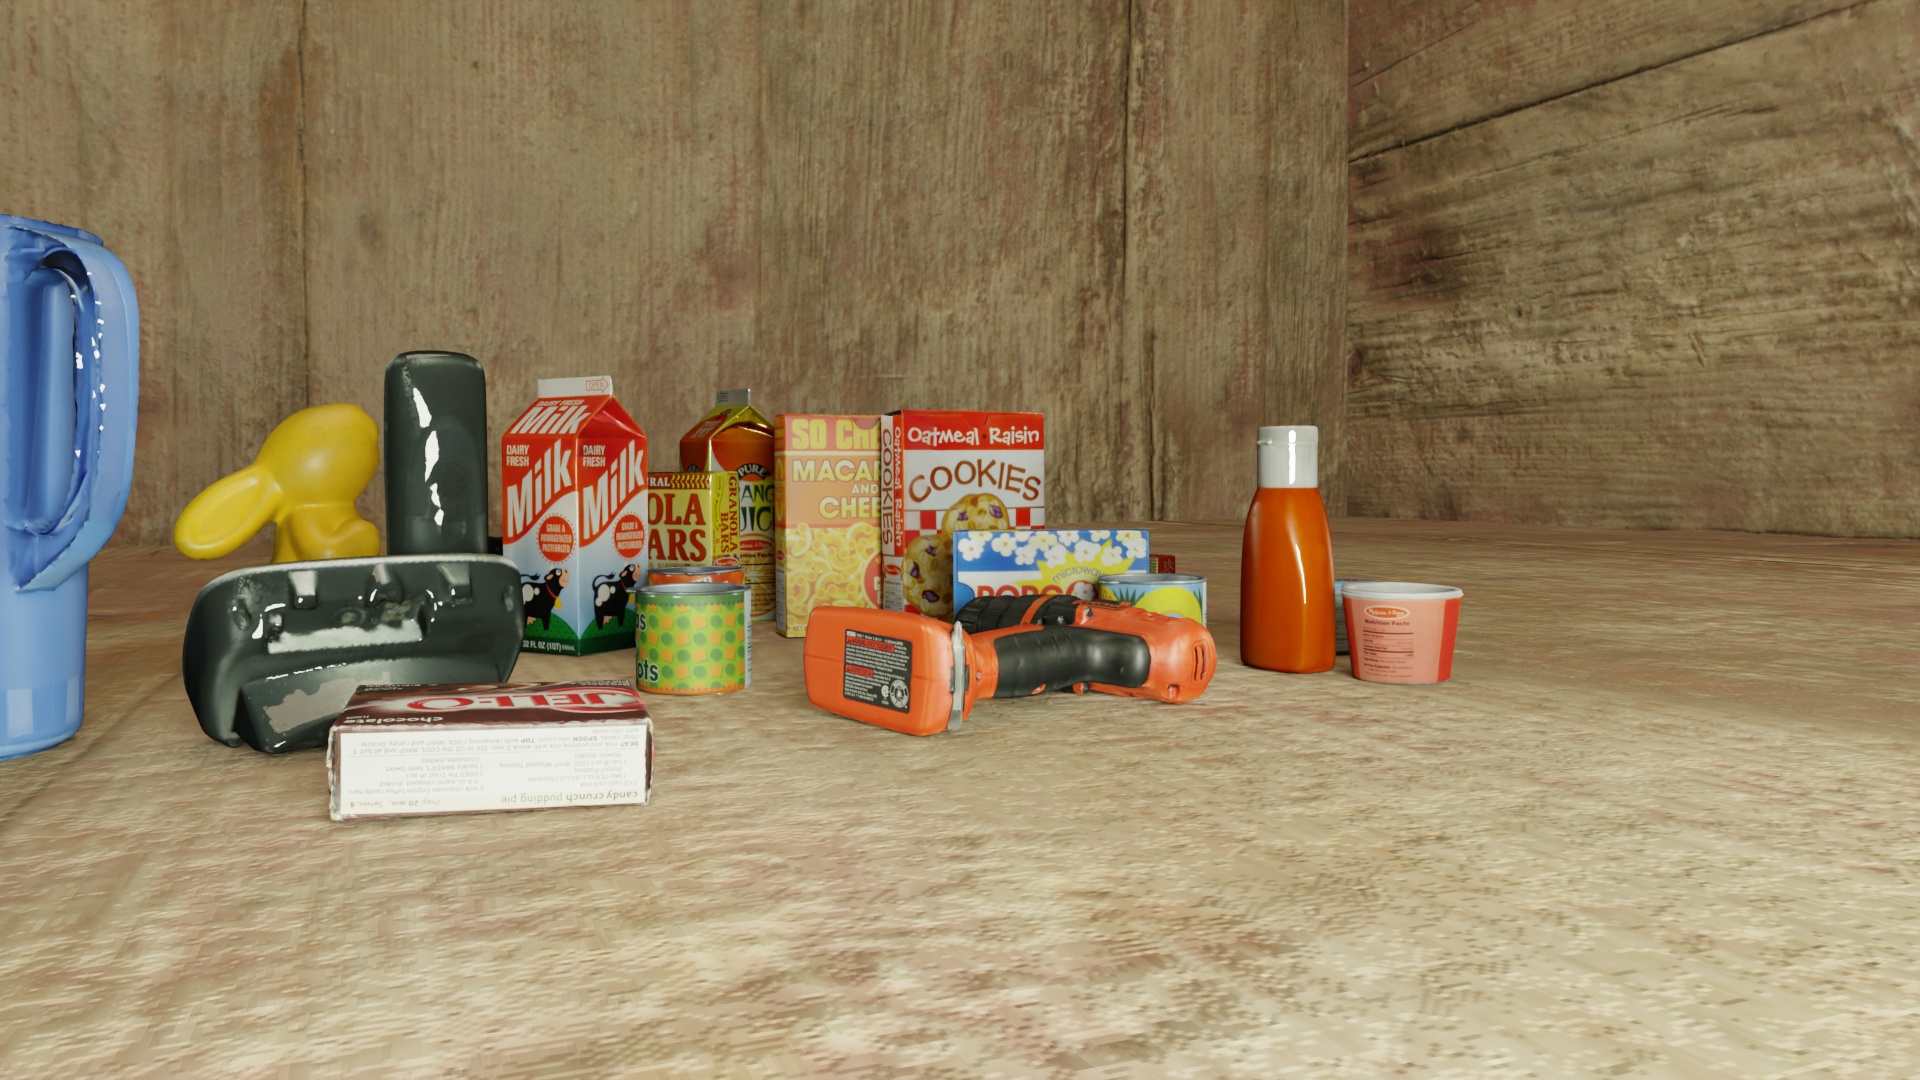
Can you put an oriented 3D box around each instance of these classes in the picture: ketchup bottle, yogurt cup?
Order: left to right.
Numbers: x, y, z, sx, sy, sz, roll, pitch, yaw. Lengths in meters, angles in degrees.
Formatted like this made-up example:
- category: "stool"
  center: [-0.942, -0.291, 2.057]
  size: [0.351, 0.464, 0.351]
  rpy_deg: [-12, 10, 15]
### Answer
- category: "ketchup bottle"
  center: [0.199, 0.005, 0.849]
  size: [0.043, 0.148, 0.064]
  rpy_deg: [-2, 3, -28]
- category: "yogurt cup"
  center: [0.256, 0.054, 0.808]
  size: [0.072, 0.054, 0.072]
  rpy_deg: [0, 3, 0]

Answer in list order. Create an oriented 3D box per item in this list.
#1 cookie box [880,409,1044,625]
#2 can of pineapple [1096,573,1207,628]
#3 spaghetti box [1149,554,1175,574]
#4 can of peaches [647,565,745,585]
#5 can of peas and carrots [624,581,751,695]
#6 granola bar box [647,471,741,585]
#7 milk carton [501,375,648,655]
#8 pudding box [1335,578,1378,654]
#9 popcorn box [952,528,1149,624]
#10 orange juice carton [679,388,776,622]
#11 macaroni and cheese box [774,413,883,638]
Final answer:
- category: "cookie box"
  center: [0.004, -0.013, 1.041]
  size: [0.123, 0.167, 0.040]
  rpy_deg: [-2, 3, -30]
- category: "can of pineapple"
  center: [0.115, 0.051, 0.847]
  size: [0.071, 0.058, 0.071]
  rpy_deg: [0, 3, 0]
- category: "spaghetti box"
  center: [0.080, 0.034, 1.251]
  size: [0.250, 0.050, 0.029]
  rpy_deg: [2, 3, 40]
- category: "can of peaches"
  center: [-0.180, 0.048, 0.948]
  size: [0.071, 0.058, 0.071]
  rpy_deg: [0, 3, 0]
- category: "can of peas and carrots"
  center: [-0.155, 0.055, 0.794]
  size: [0.071, 0.058, 0.071]
  rpy_deg: [0, 3, 0]
- category: "granola bar box"
  center: [-0.250, 0.007, 1.111]
  size: [0.165, 0.124, 0.039]
  rpy_deg: [1, 3, 30]
- category: "milk carton"
  center: [-0.269, -0.019, 0.972]
  size: [0.072, 0.190, 0.073]
  rpy_deg: [1, 3, 28]
- category: "pudding box"
  center: [0.235, 0.050, 0.919]
  size: [0.084, 0.049, 0.030]
  rpy_deg: [-1, 2, -11]
- category: "popcorn box"
  center: [0.059, 0.035, 0.903]
  size: [0.127, 0.085, 0.038]
  rpy_deg: [0, 2, 1]
- category: "orange juice carton"
  center: [-0.188, -0.030, 1.156]
  size: [0.073, 0.192, 0.072]
  rpy_deg: [-2, 3, -30]
- category: "macaroni and cheese box"
  center: [-0.077, -0.013, 1.057]
  size: [0.124, 0.166, 0.040]
  rpy_deg: [-1, 2, -20]
